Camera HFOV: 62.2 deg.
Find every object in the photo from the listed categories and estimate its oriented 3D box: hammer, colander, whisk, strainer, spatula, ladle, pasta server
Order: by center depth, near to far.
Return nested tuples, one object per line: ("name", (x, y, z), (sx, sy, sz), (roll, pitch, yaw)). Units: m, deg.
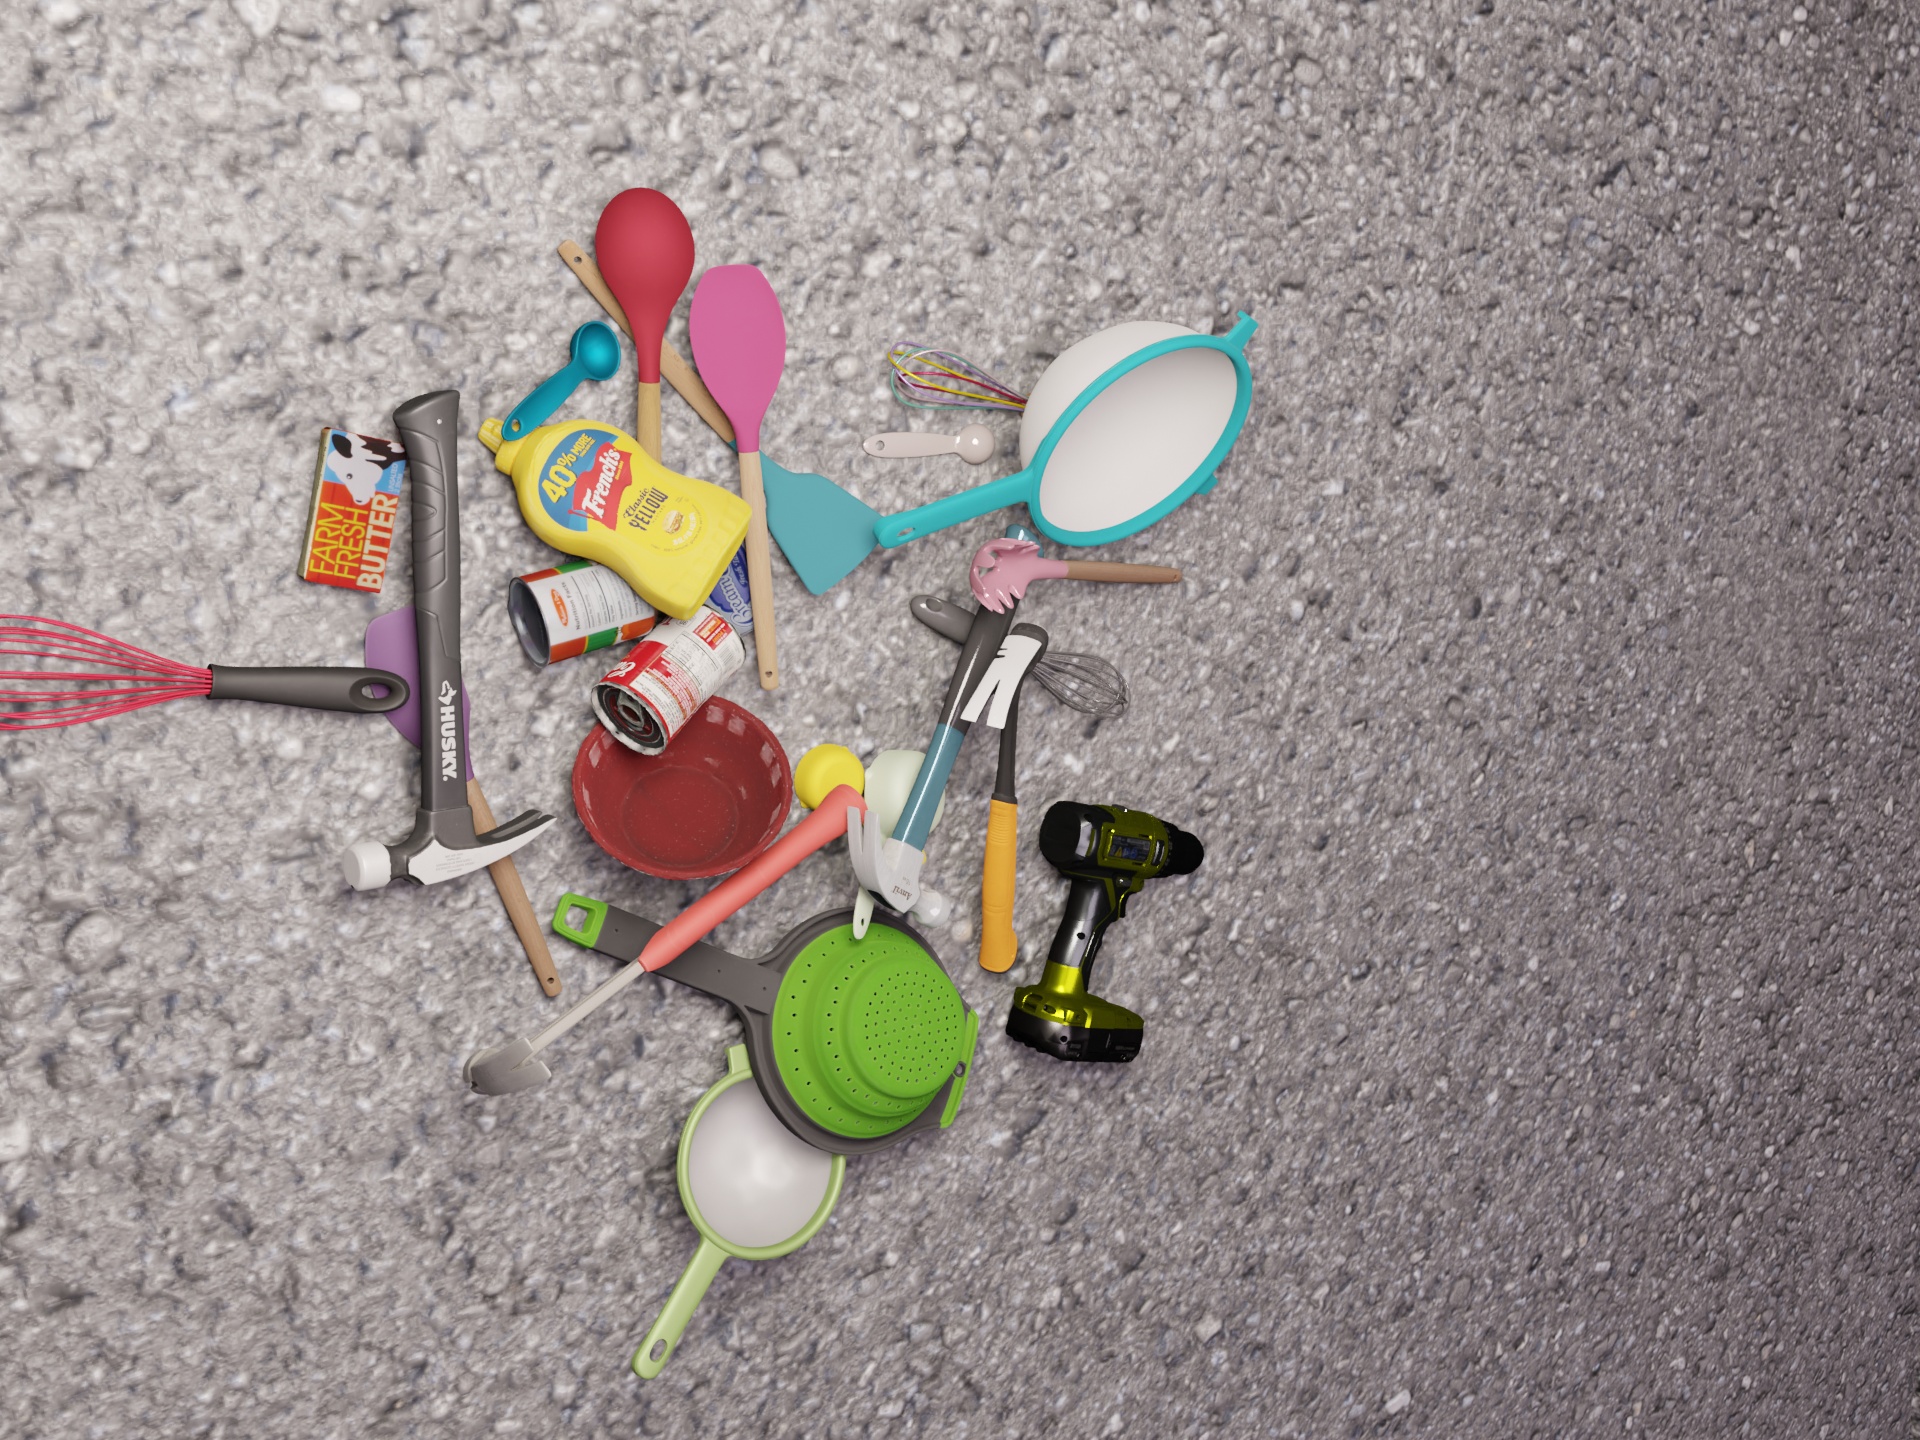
("whisk", (-0.500, -0.025, 1.015), (0.295, 0.073, 0.073), (3, 99, -37))
("hammer", (-0.352, -0.056, 1.089), (0.146, 0.035, 0.334), (-8, 104, -44))
("ladle", (-0.226, -0.219, 1.148), (0.069, 0.031, 0.315), (-3, 111, -17))
("spatula", (-0.353, 0.067, 1.155), (0.060, 0.018, 0.315), (-24, 112, -18))
("hammer", (-0.196, 0.150, 1.161), (0.359, 0.149, 0.036), (-37, 95, -35))
("spatula", (-0.181, -0.230, 1.183), (0.082, 0.044, 0.317), (-43, 120, 0))
("colander", (-0.128, 0.218, 1.261), (0.396, 0.094, 0.205), (27, 66, -27))
("strainer", (0.069, -0.226, 1.272), (0.340, 0.095, 0.210), (-22, 149, -18))
("strainer", (-0.197, 0.399, 1.274), (0.151, 0.069, 0.256), (42, 60, -20))
("hammer", (-0.002, -0.004, 1.294), (0.128, 0.033, 0.331), (34, 72, -46))
("whisk", (0.040, -0.264, 1.319), (0.244, 0.047, 0.051), (9, 94, -37))
("hammer", (0.034, 0.089, 1.322), (0.127, 0.034, 0.336), (-60, 157, -49))
("pasta server", (0.106, -0.123, 1.341), (0.316, 0.040, 0.060), (-4, 118, -51))
("whisk", (0.055, -0.058, 1.375), (0.238, 0.055, 0.055), (24, 88, -30))

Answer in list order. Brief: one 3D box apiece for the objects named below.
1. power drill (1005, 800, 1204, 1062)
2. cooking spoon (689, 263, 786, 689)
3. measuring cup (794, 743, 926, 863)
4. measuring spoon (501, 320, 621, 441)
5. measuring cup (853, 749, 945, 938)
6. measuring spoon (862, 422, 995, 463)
("power drill", (0.137, 0.192, 1.464), (0.190, 0.080, 0.228), (13, 91, -42))
("cooking spoon", (-0.156, -0.175, 1.188), (0.068, 0.017, 0.318), (-7, 109, -11))
("measuring cup", (-0.074, 0.079, 1.329), (0.156, 0.029, 0.062), (43, 77, -30))
("measuring spoon", (-0.284, -0.234, 1.108), (0.129, 0.021, 0.042), (-56, 135, -36))
("measuring cup", (-0.053, 0.101, 1.303), (0.083, 0.038, 0.168), (45, 50, -46))
("measuring spoon", (-0.022, -0.225, 1.301), (0.124, 0.018, 0.034), (-7, 105, -31))
